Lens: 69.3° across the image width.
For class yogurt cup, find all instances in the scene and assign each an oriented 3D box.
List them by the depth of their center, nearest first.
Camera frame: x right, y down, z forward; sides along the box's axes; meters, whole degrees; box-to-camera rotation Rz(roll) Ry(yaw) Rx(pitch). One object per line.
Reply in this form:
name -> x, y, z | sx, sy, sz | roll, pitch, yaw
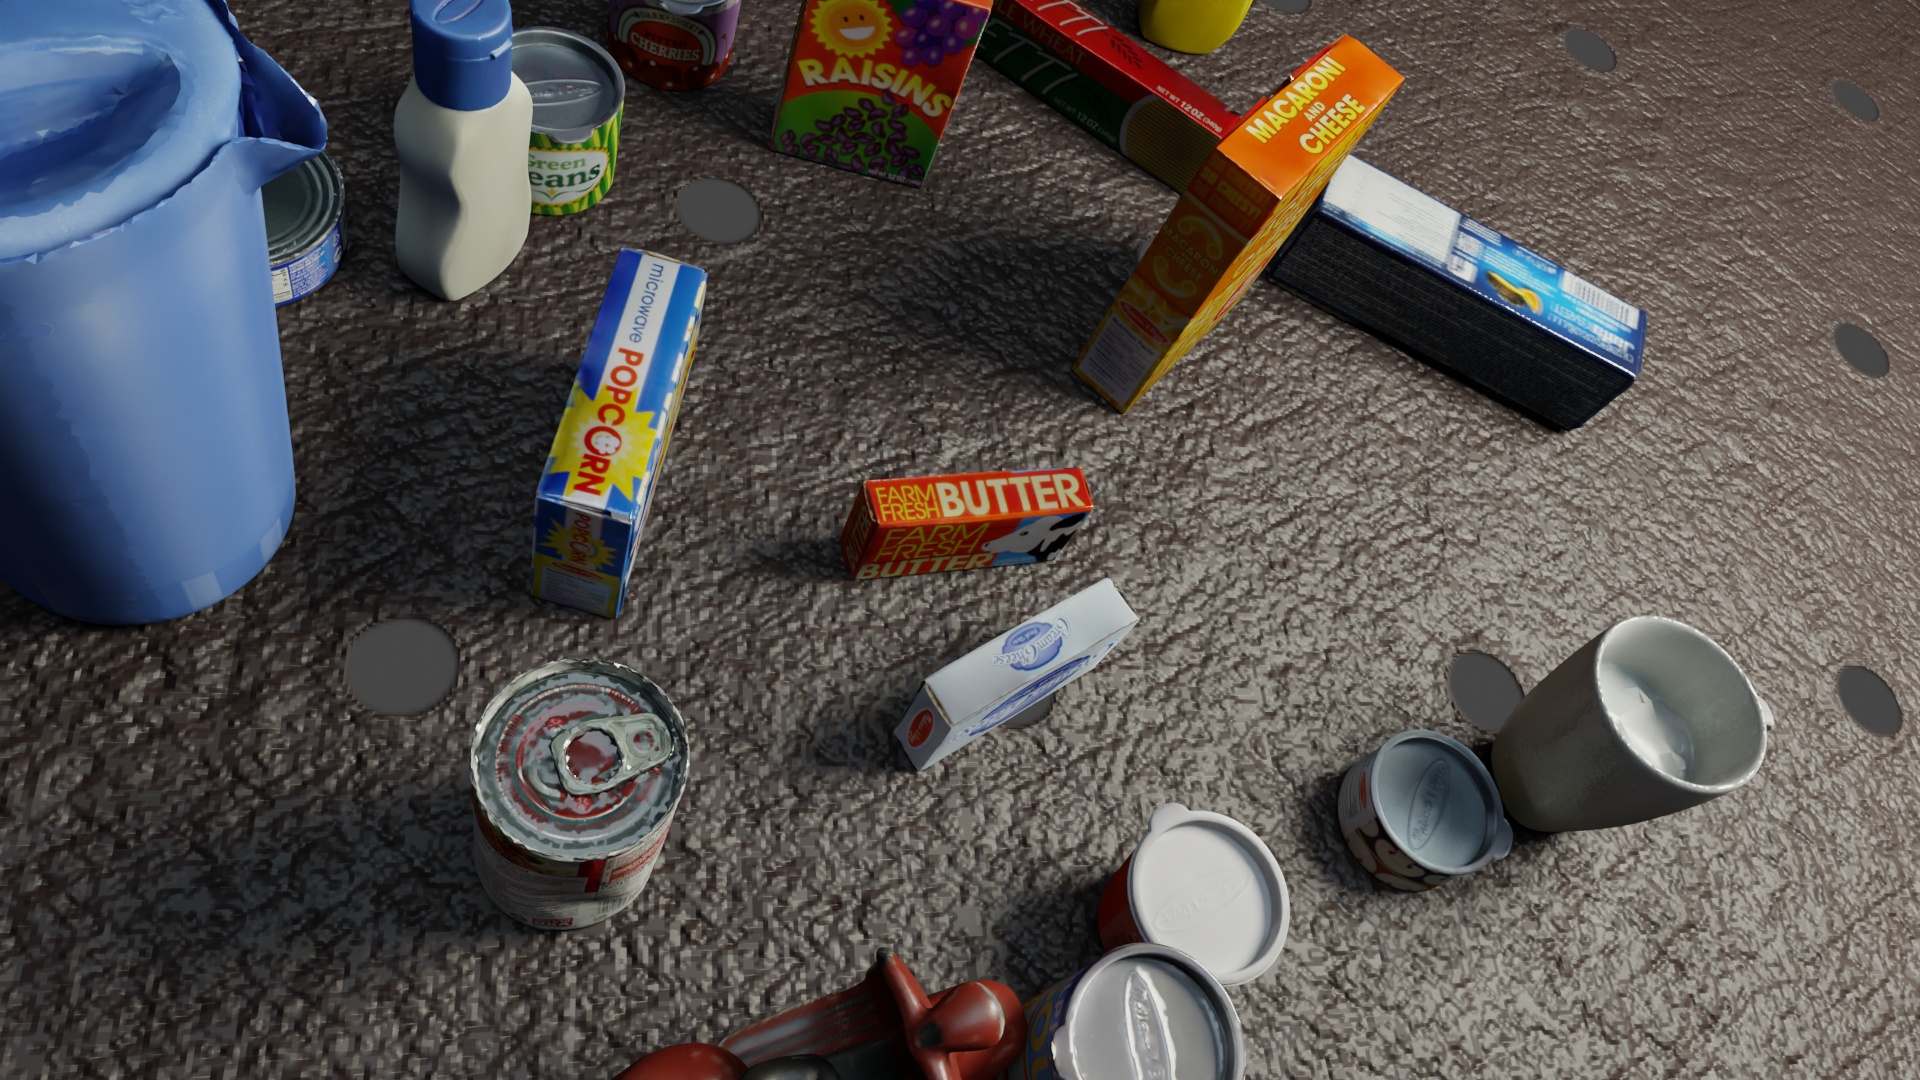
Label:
yogurt cup -> 0.090, 0.148, 0.556 | 0.072, 0.053, 0.073 | 8, 59, -14

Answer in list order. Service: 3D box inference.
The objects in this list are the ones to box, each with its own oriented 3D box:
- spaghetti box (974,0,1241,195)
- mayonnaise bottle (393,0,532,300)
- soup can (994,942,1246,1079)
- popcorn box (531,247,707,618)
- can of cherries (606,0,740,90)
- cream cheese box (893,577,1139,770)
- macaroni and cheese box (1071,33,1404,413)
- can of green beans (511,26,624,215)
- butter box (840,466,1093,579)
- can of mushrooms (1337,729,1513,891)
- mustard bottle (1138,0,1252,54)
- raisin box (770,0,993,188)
spaghetti box -> 0.043, -0.287, 0.791 | 0.250, 0.050, 0.029 | 35, 57, 3
mayonnaise bottle -> -0.207, -0.166, 0.578 | 0.041, 0.147, 0.065 | 33, 57, 1
soup can -> 0.052, 0.188, 0.503 | 0.071, 0.083, 0.071 | 8, 59, -14
popcorn box -> -0.139, -0.044, 0.569 | 0.038, 0.084, 0.127 | 15, 58, -11
can of cherries -> -0.148, -0.274, 0.713 | 0.071, 0.058, 0.072 | 8, 59, -14
cream cheese box -> 0.023, 0.056, 0.587 | 0.104, 0.053, 0.024 | -27, 73, -29
macaroni and cheese box -> 0.129, -0.150, 0.673 | 0.040, 0.165, 0.124 | 41, 57, 6
can of green beans -> -0.194, -0.196, 0.653 | 0.071, 0.057, 0.071 | 8, 59, -14
butter box -> 0.002, -0.008, 0.616 | 0.104, 0.053, 0.024 | -5, 64, -21
can of mushrooms -> 0.208, 0.123, 0.624 | 0.071, 0.033, 0.071 | 8, 59, -14
mustard bottle -> 0.156, -0.356, 0.803 | 0.065, 0.159, 0.049 | 9, 59, -14
raisin box -> -0.041, -0.240, 0.692 | 0.086, 0.122, 0.040 | 12, 59, -12
